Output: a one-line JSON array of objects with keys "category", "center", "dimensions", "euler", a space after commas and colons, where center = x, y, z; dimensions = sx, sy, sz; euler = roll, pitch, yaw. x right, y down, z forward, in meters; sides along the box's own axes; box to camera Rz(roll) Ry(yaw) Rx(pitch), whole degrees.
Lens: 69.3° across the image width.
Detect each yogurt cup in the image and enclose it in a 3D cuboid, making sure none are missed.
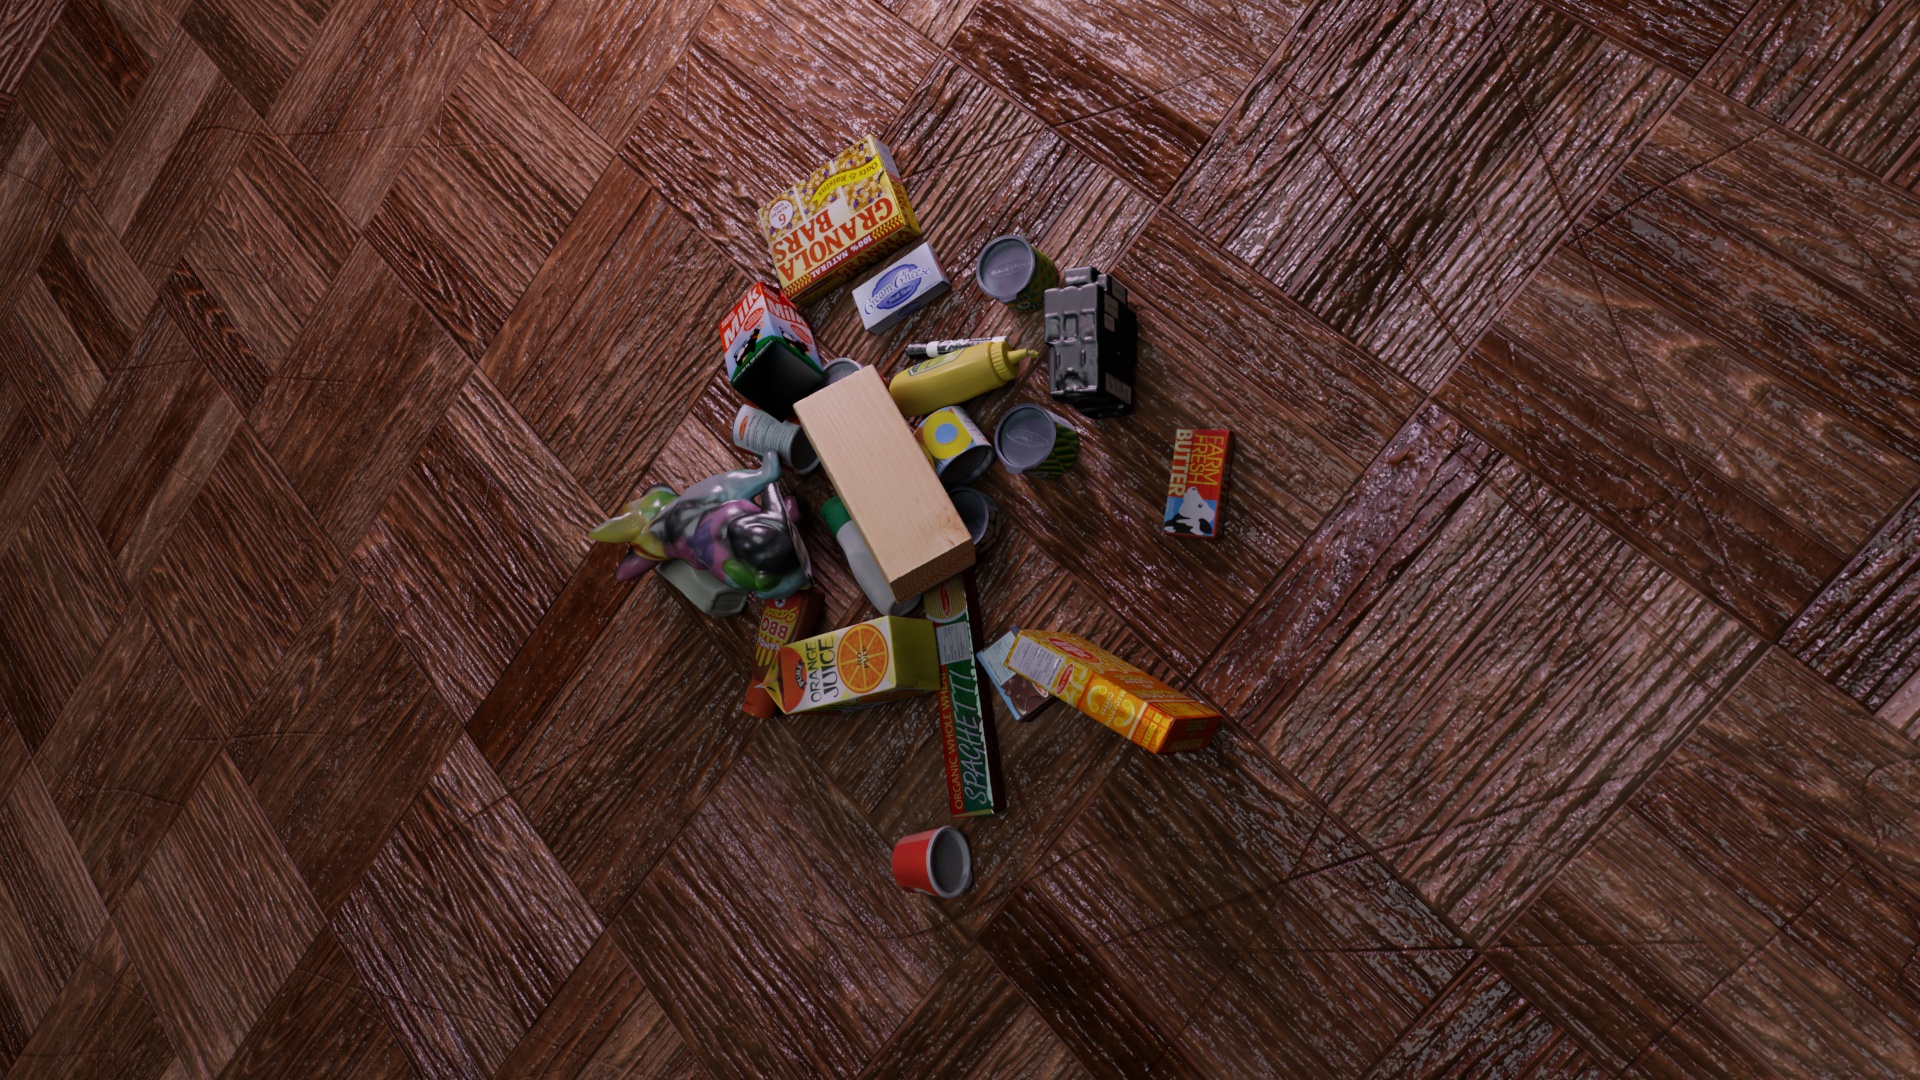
[{"category": "yogurt cup", "center": [-0.030, 0.315, 1.356], "dimensions": [0.054, 0.072, 0.072], "euler": [-12, 76, 35]}]

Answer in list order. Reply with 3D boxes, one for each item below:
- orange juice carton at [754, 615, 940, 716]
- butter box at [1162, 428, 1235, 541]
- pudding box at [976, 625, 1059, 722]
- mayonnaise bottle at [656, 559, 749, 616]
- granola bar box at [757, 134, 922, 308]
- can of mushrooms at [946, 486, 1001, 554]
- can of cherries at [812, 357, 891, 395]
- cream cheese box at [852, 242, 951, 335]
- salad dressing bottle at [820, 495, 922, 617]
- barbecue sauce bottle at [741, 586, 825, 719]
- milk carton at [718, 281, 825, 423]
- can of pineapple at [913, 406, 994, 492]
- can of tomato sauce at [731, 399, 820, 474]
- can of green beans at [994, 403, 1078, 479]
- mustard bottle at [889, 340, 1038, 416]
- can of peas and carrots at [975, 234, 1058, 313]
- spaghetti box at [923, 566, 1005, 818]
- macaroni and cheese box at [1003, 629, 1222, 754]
[{"category": "orange juice carton", "center": [-0.118, 0.133, 1.412], "dimensions": [0.192, 0.072, 0.073], "euler": [-18, 72, 35]}, {"category": "butter box", "center": [0.224, -0.053, 1.300], "dimensions": [0.053, 0.024, 0.103], "euler": [6, 85, 30]}, {"category": "pudding box", "center": [0.058, 0.131, 1.356], "dimensions": [0.049, 0.030, 0.084], "euler": [-40, 65, 16]}, {"category": "mayonnaise bottle", "center": [-0.304, 0.033, 1.555], "dimensions": [0.148, 0.065, 0.041], "euler": [34, 107, 33]}, {"category": "granola bar box", "center": [-0.137, -0.352, 1.538], "dimensions": [0.165, 0.039, 0.124], "euler": [-28, 70, 22]}, {"category": "can of mushrooms", "center": [0.005, -0.018, 1.408], "dimensions": [0.071, 0.033, 0.071], "euler": [-5, 80, 27]}, {"category": "can of cherries", "center": [-0.113, -0.155, 1.482], "dimensions": [0.071, 0.058, 0.071], "euler": [-6, 78, 28]}, {"category": "cream cheese box", "center": [-0.064, -0.270, 1.494], "dimensions": [0.103, 0.024, 0.053], "euler": [-30, 67, 21]}, {"category": "salad dressing bottle", "center": [-0.096, 0.014, 1.449], "dimensions": [0.148, 0.044, 0.064], "euler": [52, 140, 30]}, {"category": "barbecue sauce bottle", "center": [-0.194, 0.116, 1.488], "dimensions": [0.065, 0.043, 0.148], "euler": [19, 92, 40]}, {"category": "milk carton", "center": [-0.210, -0.216, 1.512], "dimensions": [0.072, 0.073, 0.191], "euler": [-44, 34, 15]}, {"category": "can of pineapple", "center": [-0.009, -0.093, 1.409], "dimensions": [0.071, 0.071, 0.058], "euler": [-43, 64, 16]}, {"category": "can of tomato sauce", "center": [-0.196, -0.115, 1.517], "dimensions": [0.083, 0.071, 0.071], "euler": [21, 93, 29]}, {"category": "can of green beans", "center": [0.075, -0.097, 1.369], "dimensions": [0.071, 0.058, 0.071], "euler": [-5, 80, 28]}, {"category": "mustard bottle", "center": [0.007, -0.171, 1.413], "dimensions": [0.160, 0.065, 0.048], "euler": [-16, 110, 24]}, {"category": "can of peas and carrots", "center": [0.058, -0.267, 1.406], "dimensions": [0.071, 0.059, 0.071], "euler": [-5, 80, 28]}, {"category": "spaghetti box", "center": [0.002, 0.149, 1.384], "dimensions": [0.050, 0.028, 0.250], "euler": [-15, 75, 27]}, {"category": "macaroni and cheese box", "center": [0.139, 0.137, 1.257], "dimensions": [0.167, 0.124, 0.040], "euler": [29, 99, 29]}]
